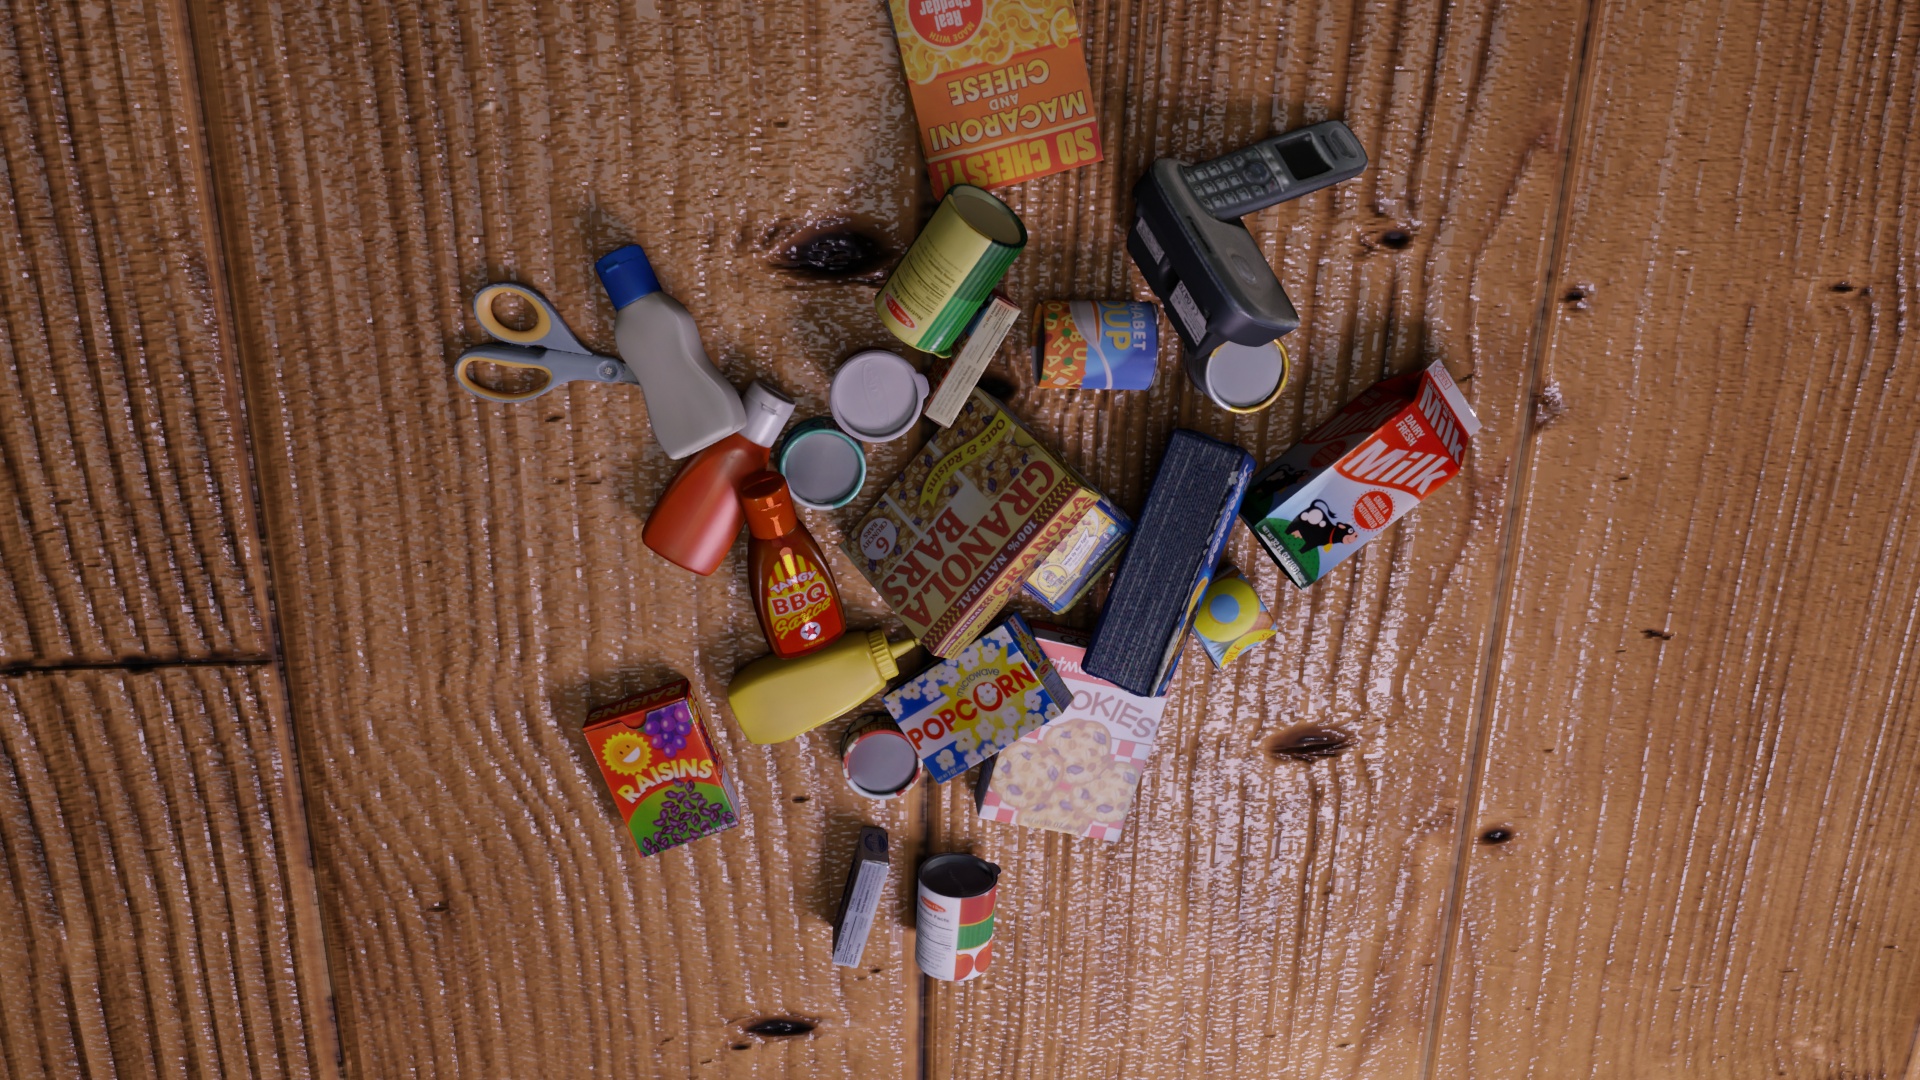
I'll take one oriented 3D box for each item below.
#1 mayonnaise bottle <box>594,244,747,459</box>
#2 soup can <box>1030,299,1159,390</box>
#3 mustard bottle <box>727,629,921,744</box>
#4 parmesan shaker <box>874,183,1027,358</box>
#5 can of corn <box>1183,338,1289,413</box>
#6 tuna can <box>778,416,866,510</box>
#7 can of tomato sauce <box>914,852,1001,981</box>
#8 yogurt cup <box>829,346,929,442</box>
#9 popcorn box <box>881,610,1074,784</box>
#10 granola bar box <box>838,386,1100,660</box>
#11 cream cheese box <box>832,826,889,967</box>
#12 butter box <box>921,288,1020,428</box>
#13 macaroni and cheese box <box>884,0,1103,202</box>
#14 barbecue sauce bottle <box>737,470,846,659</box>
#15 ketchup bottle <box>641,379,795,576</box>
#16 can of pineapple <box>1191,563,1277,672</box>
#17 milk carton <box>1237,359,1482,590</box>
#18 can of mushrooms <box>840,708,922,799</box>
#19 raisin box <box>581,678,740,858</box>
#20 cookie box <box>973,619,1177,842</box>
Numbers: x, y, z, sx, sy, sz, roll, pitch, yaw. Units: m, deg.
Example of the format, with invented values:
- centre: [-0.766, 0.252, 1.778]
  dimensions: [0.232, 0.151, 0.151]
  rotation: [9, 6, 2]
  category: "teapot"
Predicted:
- centre: [-0.210, -0.135, 0.984]
  dimensions: [0.064, 0.041, 0.148]
  rotation: [-25, 94, 15]
  category: "mayonnaise bottle"
- centre: [0.098, -0.146, 1.022]
  dimensions: [0.084, 0.071, 0.071]
  rotation: [0, 109, -7]
  category: "soup can"
- centre: [-0.101, 0.106, 1.093]
  dimensions: [0.160, 0.049, 0.065]
  rotation: [-21, 111, 0]
  category: "mustard bottle"
- centre: [-0.005, -0.189, 0.975]
  dimensions: [0.071, 0.072, 0.102]
  rotation: [29, 127, -16]
  category: "parmesan shaker"
- centre: [0.210, -0.135, 1.045]
  dimensions: [0.071, 0.058, 0.071]
  rotation: [-2, 109, -6]
  category: "can of corn"
- centre: [-0.103, -0.060, 1.045]
  dimensions: [0.071, 0.033, 0.070]
  rotation: [-2, 109, -6]
  category: "tuna can"
- centre: [-0.003, 0.316, 1.169]
  dimensions: [0.071, 0.071, 0.082]
  rotation: [1, 109, -7]
  category: "can of tomato sauce"
- centre: [-0.063, -0.111, 1.021]
  dimensions: [0.072, 0.054, 0.072]
  rotation: [-2, 109, -6]
  category: "yogurt cup"
- centre: [0.012, 0.124, 1.091]
  dimensions: [0.126, 0.038, 0.085]
  rotation: [-33, 90, 22]
  category: "popcorn box"
- centre: [0.004, -0.013, 1.031]
  dimensions: [0.165, 0.124, 0.039]
  rotation: [-49, 151, 10]
  category: "granola bar box"
- centre: [-0.083, 0.297, 1.158]
  dimensions: [0.024, 0.053, 0.103]
  rotation: [14, 106, -10]
  category: "cream cheese box"
- centre: [0.004, -0.136, 1.022]
  dimensions: [0.024, 0.053, 0.103]
  rotation: [28, 104, -18]
  category: "butter box"
- centre: [0.022, -0.333, 0.964]
  dimensions: [0.124, 0.040, 0.166]
  rotation: [-15, 109, -1]
  category: "macaroni and cheese box"
- centre: [-0.131, 0.018, 1.042]
  dimensions: [0.065, 0.044, 0.147]
  rotation: [-22, 127, -13]
  category: "barbecue sauce bottle"
- centre: [-0.175, -0.048, 1.034]
  dimensions: [0.064, 0.044, 0.148]
  rotation: [30, 103, -18]
  category: "ketchup bottle"
- centre: [0.212, 0.062, 1.107]
  dimensions: [0.058, 0.071, 0.071]
  rotation: [-33, 110, 4]
  category: "can of pineapple"
- centre: [0.311, -0.055, 1.077]
  dimensions: [0.190, 0.073, 0.072]
  rotation: [-38, 109, 6]
  category: "milk carton"
- centre: [-0.064, 0.173, 1.129]
  dimensions: [0.071, 0.033, 0.070]
  rotation: [-2, 109, -6]
  category: "can of mushrooms"
- centre: [-0.237, 0.182, 1.107]
  dimensions: [0.086, 0.040, 0.123]
  rotation: [-18, 109, 0]
  category: "raisin box"
- centre: [0.093, 0.157, 1.140]
  dimensions: [0.123, 0.040, 0.166]
  rotation: [12, 108, -11]
  category: "cookie box"
